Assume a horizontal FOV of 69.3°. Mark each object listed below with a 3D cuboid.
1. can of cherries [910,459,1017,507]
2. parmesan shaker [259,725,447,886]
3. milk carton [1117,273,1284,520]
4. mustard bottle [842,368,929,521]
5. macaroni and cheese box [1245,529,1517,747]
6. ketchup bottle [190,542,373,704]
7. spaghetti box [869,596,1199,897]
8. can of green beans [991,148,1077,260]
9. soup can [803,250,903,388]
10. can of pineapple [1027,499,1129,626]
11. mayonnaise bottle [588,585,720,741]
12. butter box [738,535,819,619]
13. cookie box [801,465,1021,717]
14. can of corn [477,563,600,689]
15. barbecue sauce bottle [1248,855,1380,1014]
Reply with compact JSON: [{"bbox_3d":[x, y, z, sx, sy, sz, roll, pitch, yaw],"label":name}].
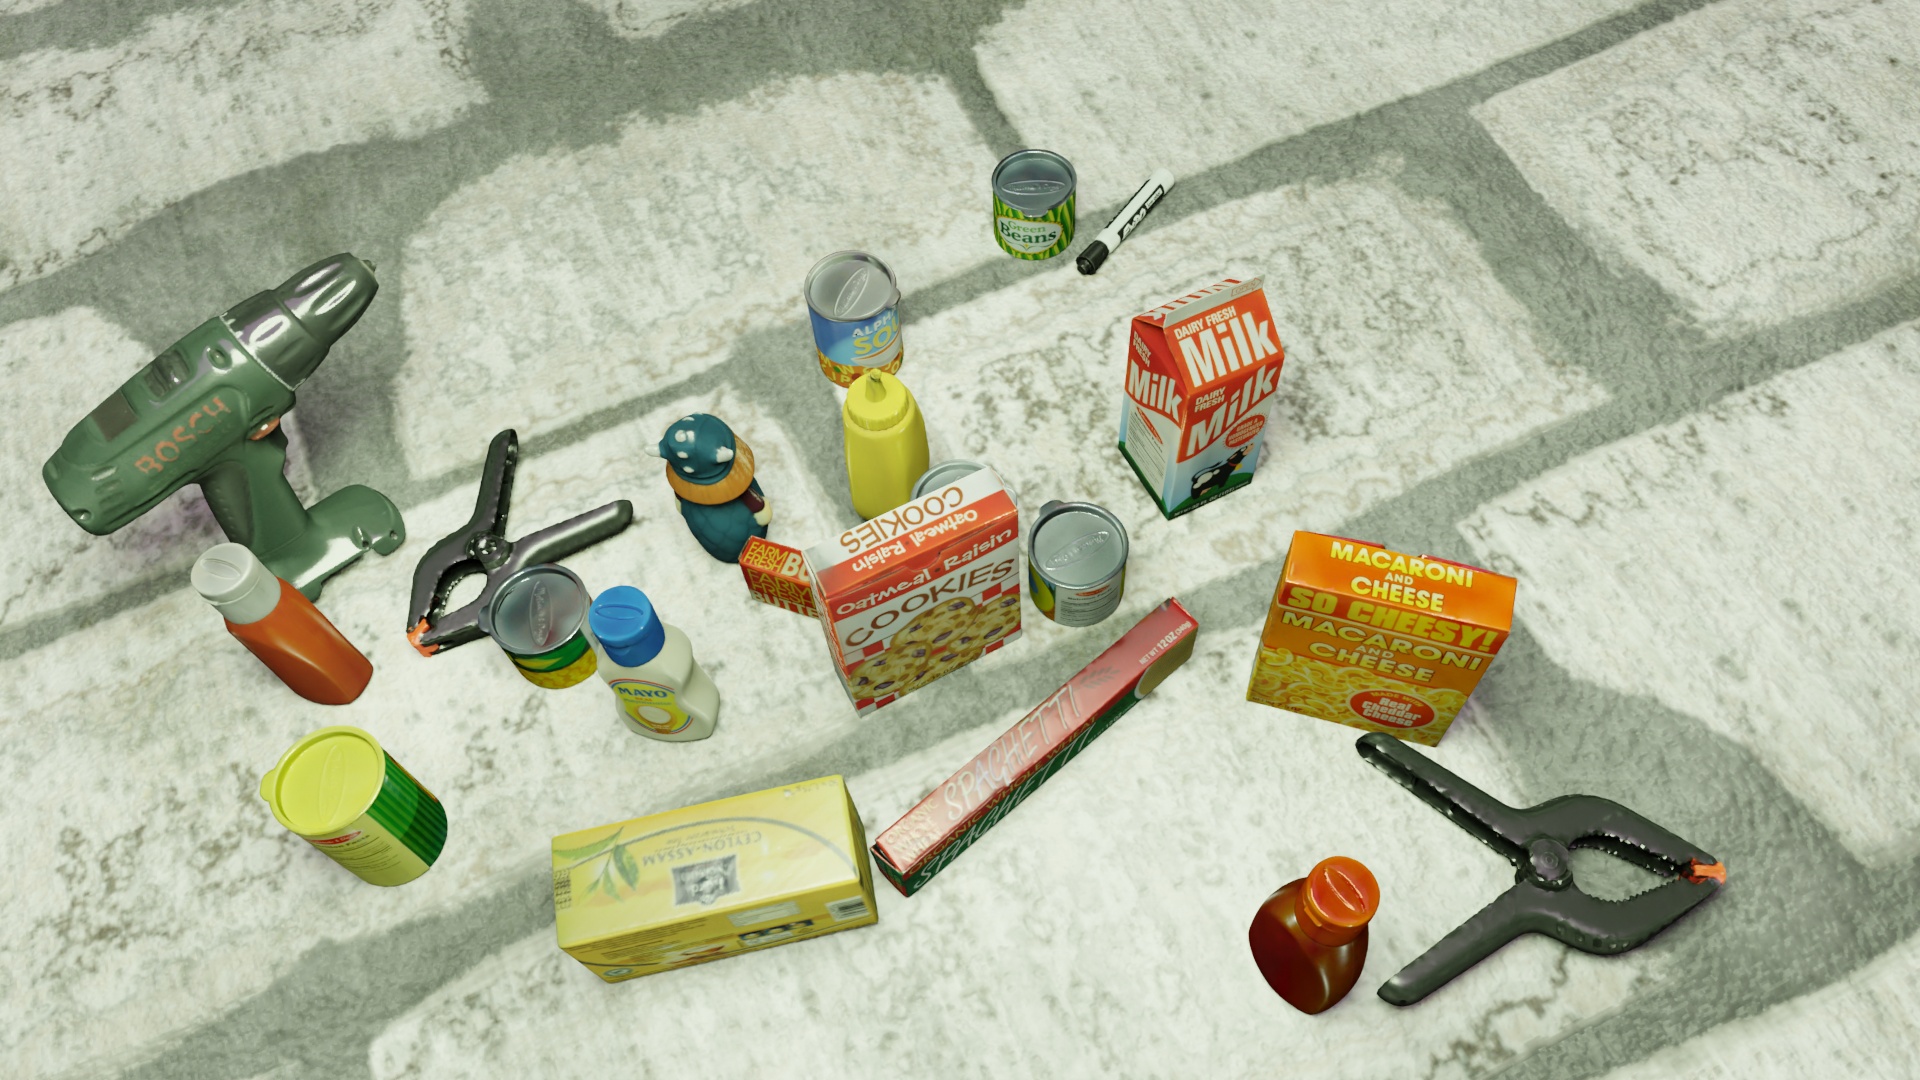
[{"bbox_3d":[0.003,-0.012,0.946,0.071,0.058,0.072,-1,59,2],"label":"can of cherries"},{"bbox_3d":[-0.362,0.161,0.836,0.071,0.102,0.071,-1,60,2],"label":"parmesan shaker"},{"bbox_3d":[0.157,-0.101,0.915,0.072,0.189,0.074,-24,61,-11],"label":"milk carton"},{"bbox_3d":[-0.051,-0.069,0.924,0.049,0.159,0.065,12,61,10],"label":"mustard bottle"},{"bbox_3d":[0.244,0.061,0.828,0.124,0.165,0.040,13,61,10],"label":"macaroni and cheese box"},{"bbox_3d":[-0.430,0.054,0.876,0.065,0.148,0.044,17,62,12],"label":"ketchup bottle"},{"bbox_3d":[0.050,0.127,0.866,0.251,0.050,0.029,-37,65,-18],"label":"spaghetti box"},{"bbox_3d":[0.058,-0.264,1.093,0.071,0.057,0.071,-1,59,2],"label":"can of green beans"},{"bbox_3d":[-0.075,-0.160,1.023,0.071,0.083,0.071,-1,60,2],"label":"soup can"},{"bbox_3d":[0.077,0.015,0.927,0.071,0.057,0.071,-1,59,2],"label":"can of pineapple"},{"bbox_3d":[-0.191,0.078,0.851,0.065,0.147,0.041,4,60,5],"label":"mayonnaise bottle"},{"bbox_3d":[-0.095,0.032,0.928,0.103,0.053,0.024,17,62,12],"label":"butter box"},{"bbox_3d":[-0.024,0.036,0.856,0.123,0.166,0.040,-25,62,-12],"label":"cookie box"},{"bbox_3d":[-0.274,0.058,0.919,0.071,0.058,0.071,-1,59,2],"label":"can of corn"},{"bbox_3d":[0.193,0.211,0.752,0.044,0.147,0.065,-31,63,-14],"label":"barbecue sauce bottle"}]
